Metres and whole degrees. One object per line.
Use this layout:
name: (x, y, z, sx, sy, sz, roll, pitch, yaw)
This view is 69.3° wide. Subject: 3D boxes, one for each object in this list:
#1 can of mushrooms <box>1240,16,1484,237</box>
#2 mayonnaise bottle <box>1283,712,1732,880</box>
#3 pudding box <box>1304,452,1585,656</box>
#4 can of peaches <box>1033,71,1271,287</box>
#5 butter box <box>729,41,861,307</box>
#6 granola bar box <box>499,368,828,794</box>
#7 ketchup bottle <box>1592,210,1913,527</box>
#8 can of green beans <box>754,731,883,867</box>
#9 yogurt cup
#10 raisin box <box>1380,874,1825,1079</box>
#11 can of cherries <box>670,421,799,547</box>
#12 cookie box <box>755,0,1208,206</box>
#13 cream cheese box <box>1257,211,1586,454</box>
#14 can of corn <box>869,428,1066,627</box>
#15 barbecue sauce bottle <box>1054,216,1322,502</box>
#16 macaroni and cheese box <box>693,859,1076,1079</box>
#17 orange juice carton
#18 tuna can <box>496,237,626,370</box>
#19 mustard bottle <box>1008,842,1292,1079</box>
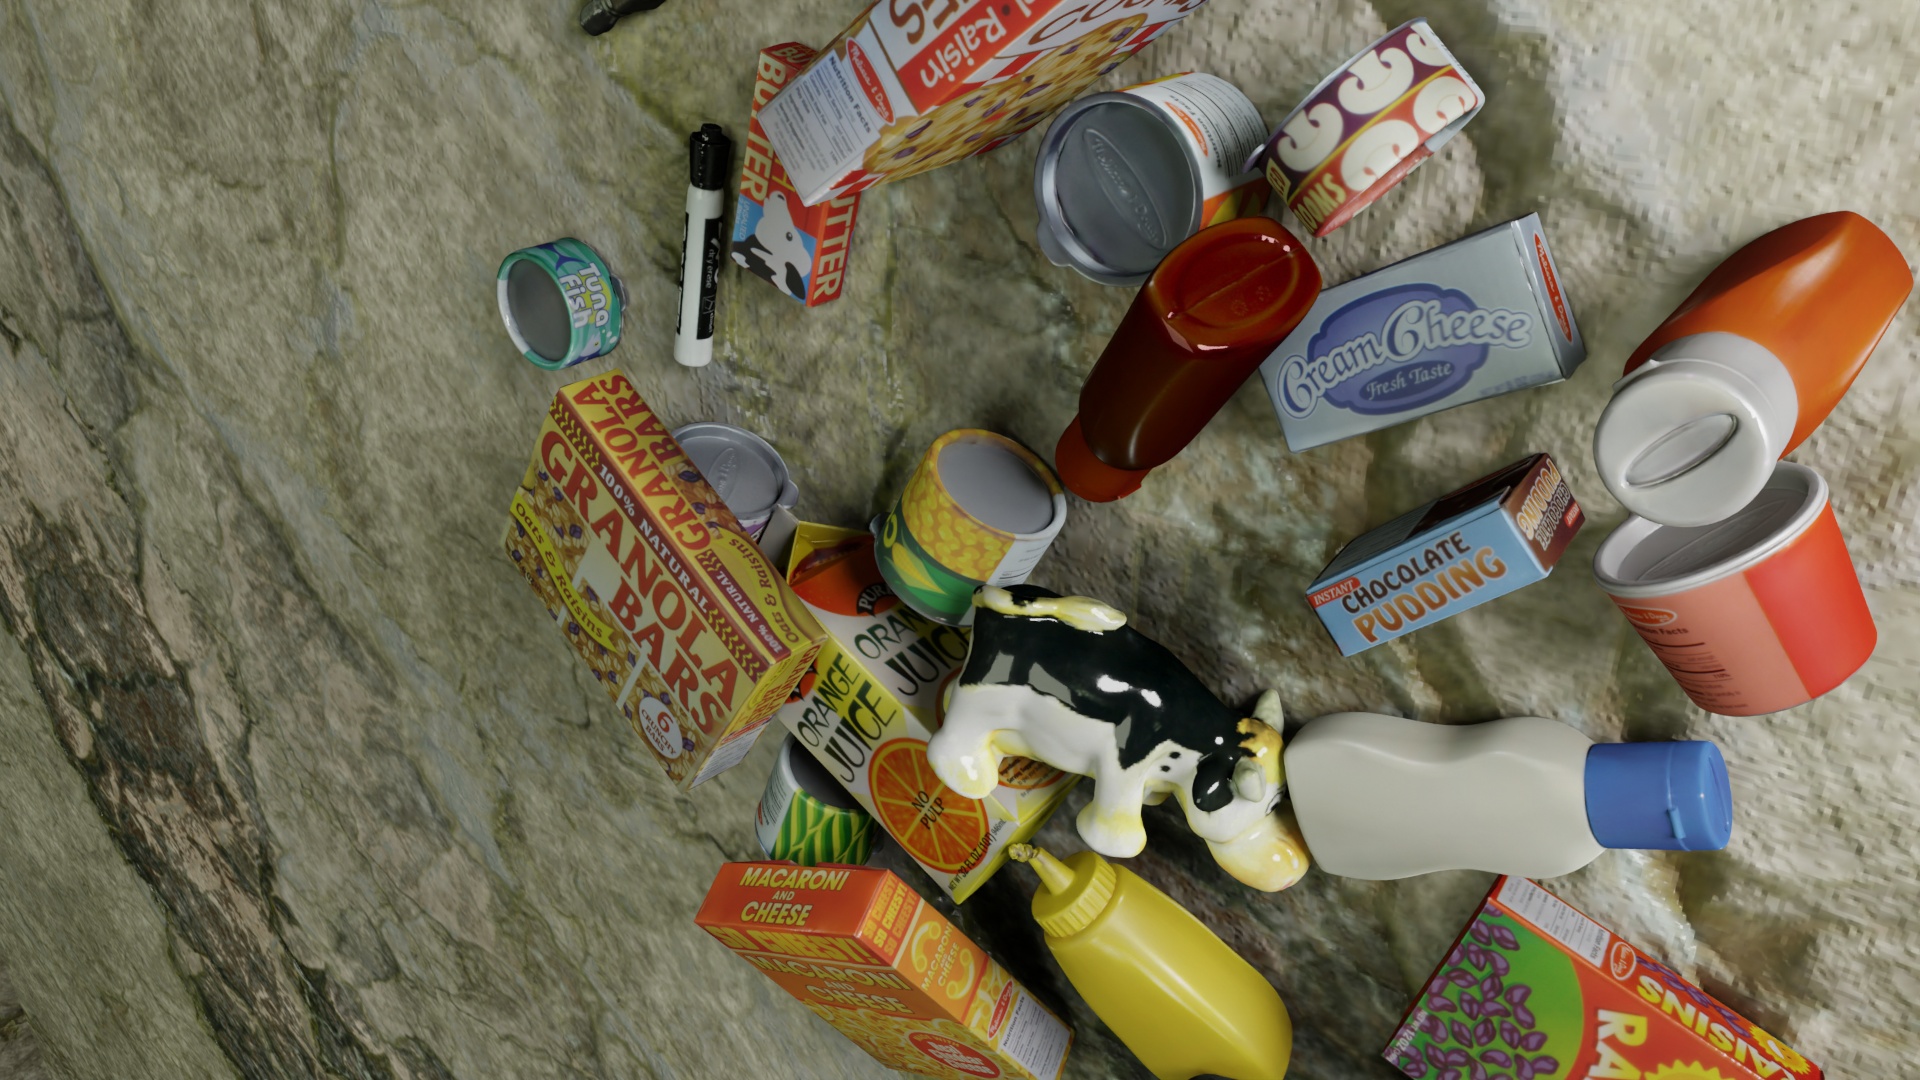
can of mushrooms: (0.126, -0.127, 0.436, 0.033, 0.071, 0.070, 53, 133, 3)
mayonnaise bottle: (0.196, 0.093, 0.507, 0.148, 0.041, 0.064, -9, 107, 40)
pudding box: (0.166, 0.006, 0.481, 0.083, 0.050, 0.030, -32, 91, 44)
can of peaches: (0.067, -0.127, 0.492, 0.071, 0.058, 0.071, 18, 123, 32)
butter box: (-0.070, -0.160, 0.611, 0.053, 0.024, 0.103, 34, 129, 23)
granola bar box: (-0.147, 0.021, 0.657, 0.166, 0.039, 0.123, 50, 135, 13)
ketchup bottle: (0.201, -0.045, 0.359, 0.043, 0.149, 0.064, 53, 133, 7)
can of green beans: (-0.069, 0.134, 0.726, 0.071, 0.071, 0.057, 38, 130, 18)
yogurt cup: (0.237, 0.016, 0.421, 0.072, 0.073, 0.054, -25, 102, 44)
raisin box: (0.234, 0.193, 0.514, 0.123, 0.040, 0.085, 34, 114, 22)
can of cherries: (-0.123, -0.015, 0.698, 0.071, 0.072, 0.058, 43, 132, 14)
cookie box: (0.029, -0.176, 0.453, 0.167, 0.123, 0.040, -24, 96, 44)
cream cheese box: (0.152, -0.068, 0.474, 0.103, 0.024, 0.053, -16, 99, 43)
can of corn: (0.002, -0.007, 0.597, 0.071, 0.071, 0.058, 44, 131, 14)
barbecue sauce bottle: (0.071, -0.056, 0.499, 0.044, 0.065, 0.148, 55, 159, 10)
macaroni and cheese box: (-0.038, 0.224, 0.715, 0.123, 0.040, 0.166, -10, 132, 42)
orange juice carton: (-0.034, 0.068, 0.660, 0.193, 0.073, 0.071, 43, 132, 15)
tuna can: (-0.212, -0.125, 0.738, 0.071, 0.033, 0.070, 18, 122, 32)
mustard bottle: (0.079, 0.183, 0.613, 0.065, 0.049, 0.160, -32, 108, 39)
